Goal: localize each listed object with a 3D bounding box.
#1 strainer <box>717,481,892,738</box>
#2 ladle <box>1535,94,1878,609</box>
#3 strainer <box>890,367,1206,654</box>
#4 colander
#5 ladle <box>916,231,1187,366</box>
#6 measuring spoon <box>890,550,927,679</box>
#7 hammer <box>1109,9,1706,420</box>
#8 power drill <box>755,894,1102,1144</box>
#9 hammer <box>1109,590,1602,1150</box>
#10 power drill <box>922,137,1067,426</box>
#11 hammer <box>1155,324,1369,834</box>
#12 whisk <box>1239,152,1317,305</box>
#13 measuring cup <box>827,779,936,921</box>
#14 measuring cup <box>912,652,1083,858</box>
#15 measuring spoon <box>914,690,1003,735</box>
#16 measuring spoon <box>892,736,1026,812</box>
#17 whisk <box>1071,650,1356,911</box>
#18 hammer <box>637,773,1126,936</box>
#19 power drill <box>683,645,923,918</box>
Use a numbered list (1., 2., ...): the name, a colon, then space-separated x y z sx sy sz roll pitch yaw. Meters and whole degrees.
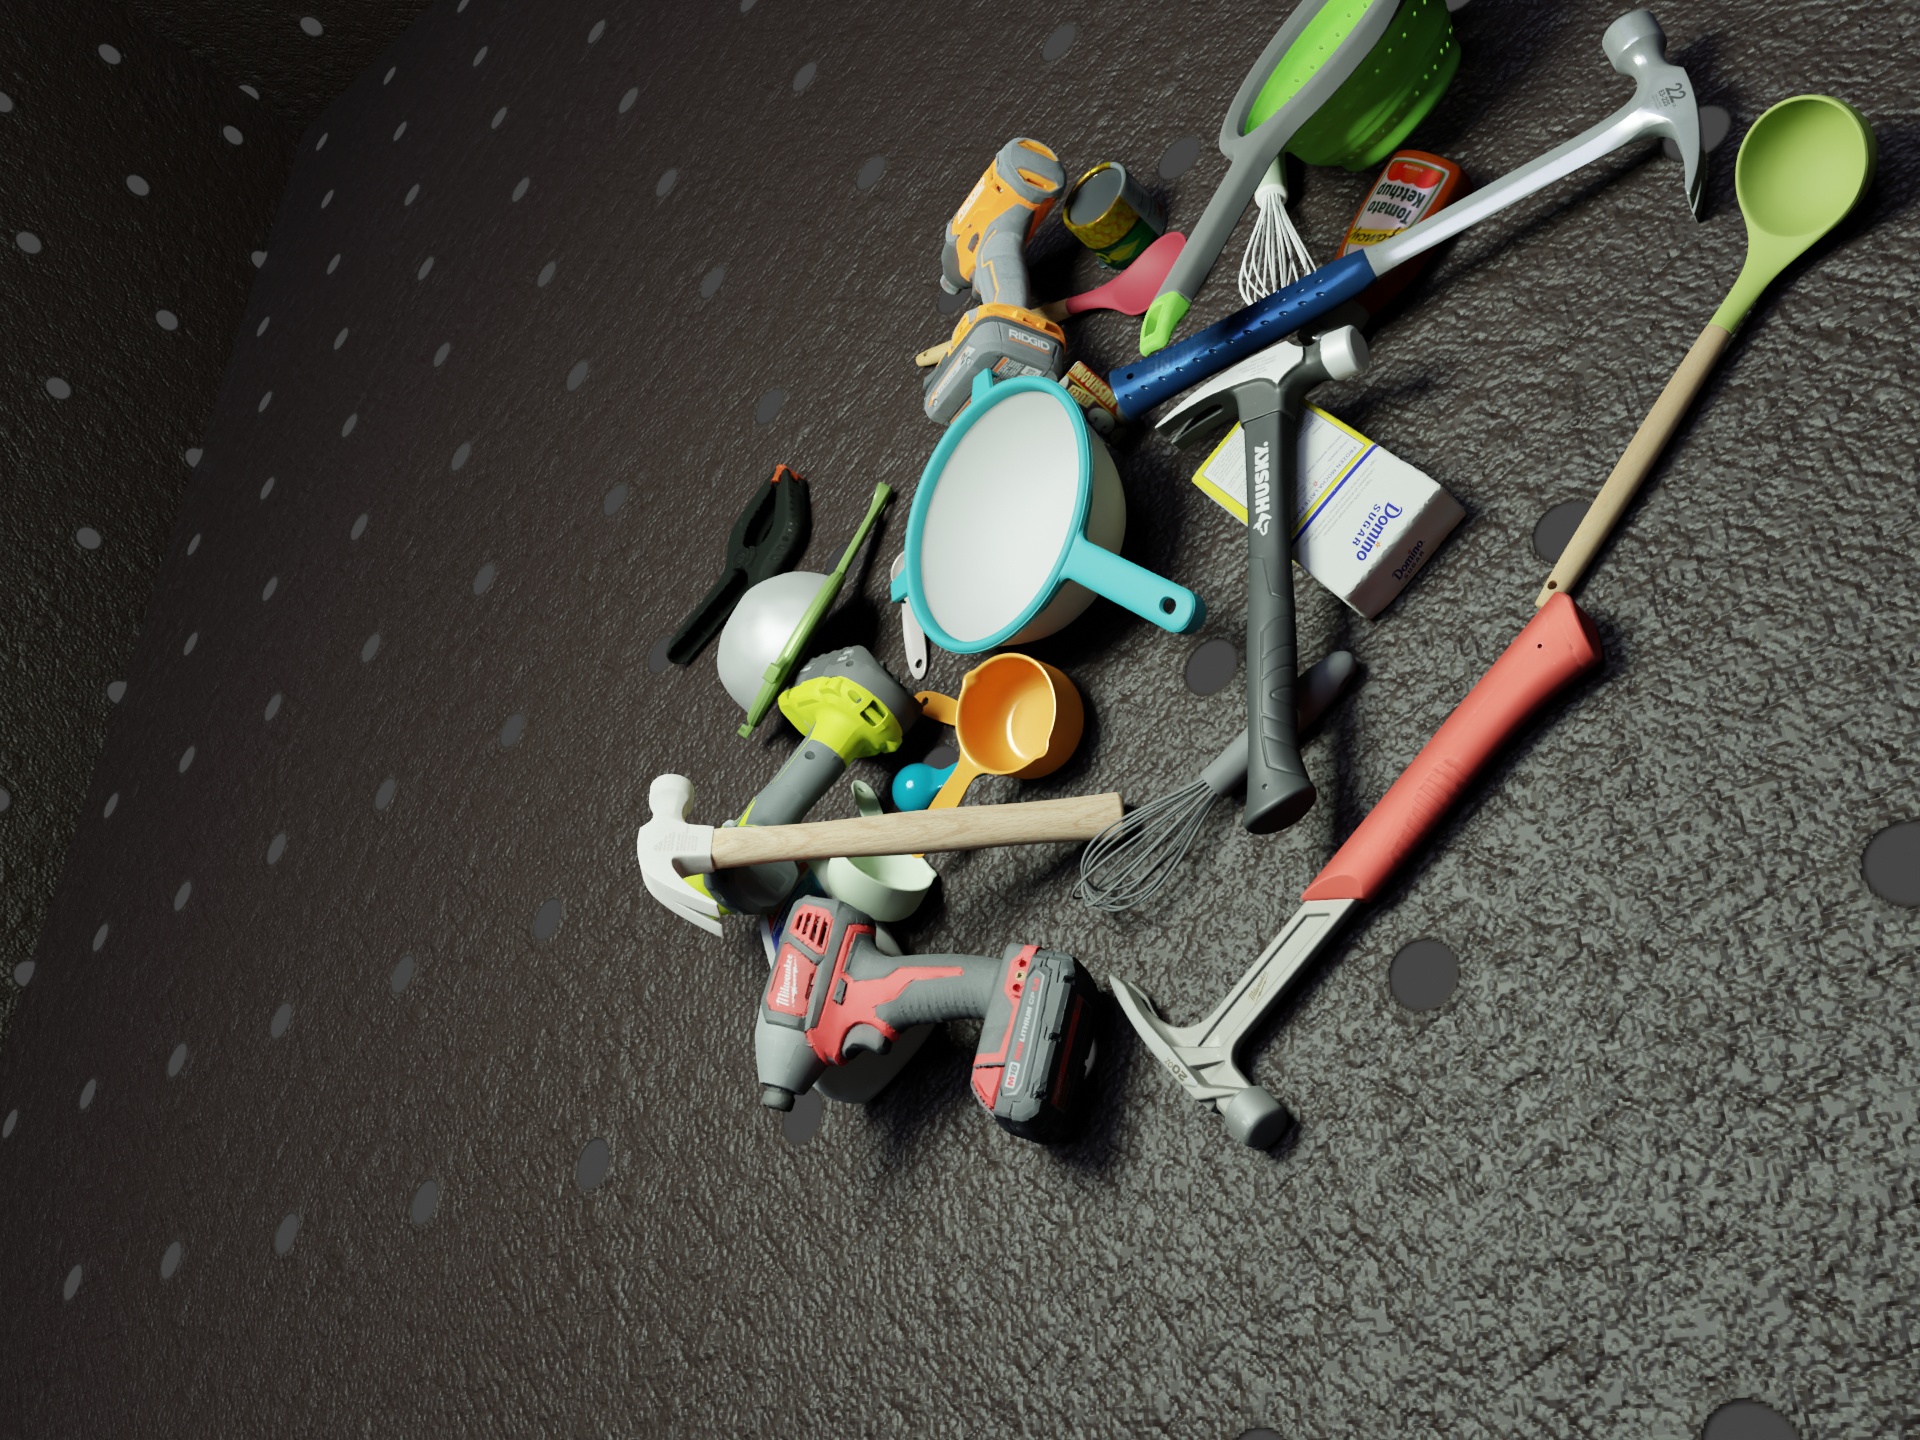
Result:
1. strainer: -0.140 -0.116 1.361 0.256 0.069 0.151 -63 5 -25
2. ladle: 0.414 -0.205 0.909 0.078 0.062 0.320 36 97 49
3. strainer: 0.088 -0.120 1.144 0.341 0.095 0.211 36 107 51
4. colander: 0.247 -0.395 1.114 0.397 0.094 0.204 -61 17 -15
5. ladle: 0.073 -0.344 1.352 0.315 0.031 0.069 -7 62 45
6. measuring spoon: -0.036 -0.087 1.322 0.034 0.018 0.124 -26 58 32
7. hammer: 0.284 -0.304 1.056 0.405 0.035 0.144 -25 63 24
8. power drill: -0.031 0.200 1.036 0.220 0.078 0.143 7 68 24
9. hammer: 0.238 0.072 0.935 0.359 0.036 0.149 -53 41 9
10. power drill: 0.024 -0.348 1.322 0.164 0.084 0.227 -41 40 53
11. hammer: 0.192 -0.088 1.011 0.146 0.035 0.335 -15 60 37
12. whisk: 0.237 -0.391 1.206 0.058 0.059 0.247 1 57 5
13. measuring cup: -0.071 0.098 1.217 0.038 0.083 0.168 -65 21 19
14. measuring cup: 0.024 0.033 1.159 0.095 0.052 0.173 44 110 34
15. measuring spoon: -0.002 -0.004 1.241 0.117 0.011 0.021 22 82 52
16. measuring spoon: -0.006 0.035 1.209 0.128 0.021 0.042 -25 51 33
17. whisk: 0.162 0.040 1.024 0.239 0.055 0.055 -44 43 12
18. hammer: -0.054 0.080 1.079 0.331 0.031 0.130 -4 42 1
19. power drill: -0.140 0.054 1.227 0.171 0.080 0.223 -11 38 57
